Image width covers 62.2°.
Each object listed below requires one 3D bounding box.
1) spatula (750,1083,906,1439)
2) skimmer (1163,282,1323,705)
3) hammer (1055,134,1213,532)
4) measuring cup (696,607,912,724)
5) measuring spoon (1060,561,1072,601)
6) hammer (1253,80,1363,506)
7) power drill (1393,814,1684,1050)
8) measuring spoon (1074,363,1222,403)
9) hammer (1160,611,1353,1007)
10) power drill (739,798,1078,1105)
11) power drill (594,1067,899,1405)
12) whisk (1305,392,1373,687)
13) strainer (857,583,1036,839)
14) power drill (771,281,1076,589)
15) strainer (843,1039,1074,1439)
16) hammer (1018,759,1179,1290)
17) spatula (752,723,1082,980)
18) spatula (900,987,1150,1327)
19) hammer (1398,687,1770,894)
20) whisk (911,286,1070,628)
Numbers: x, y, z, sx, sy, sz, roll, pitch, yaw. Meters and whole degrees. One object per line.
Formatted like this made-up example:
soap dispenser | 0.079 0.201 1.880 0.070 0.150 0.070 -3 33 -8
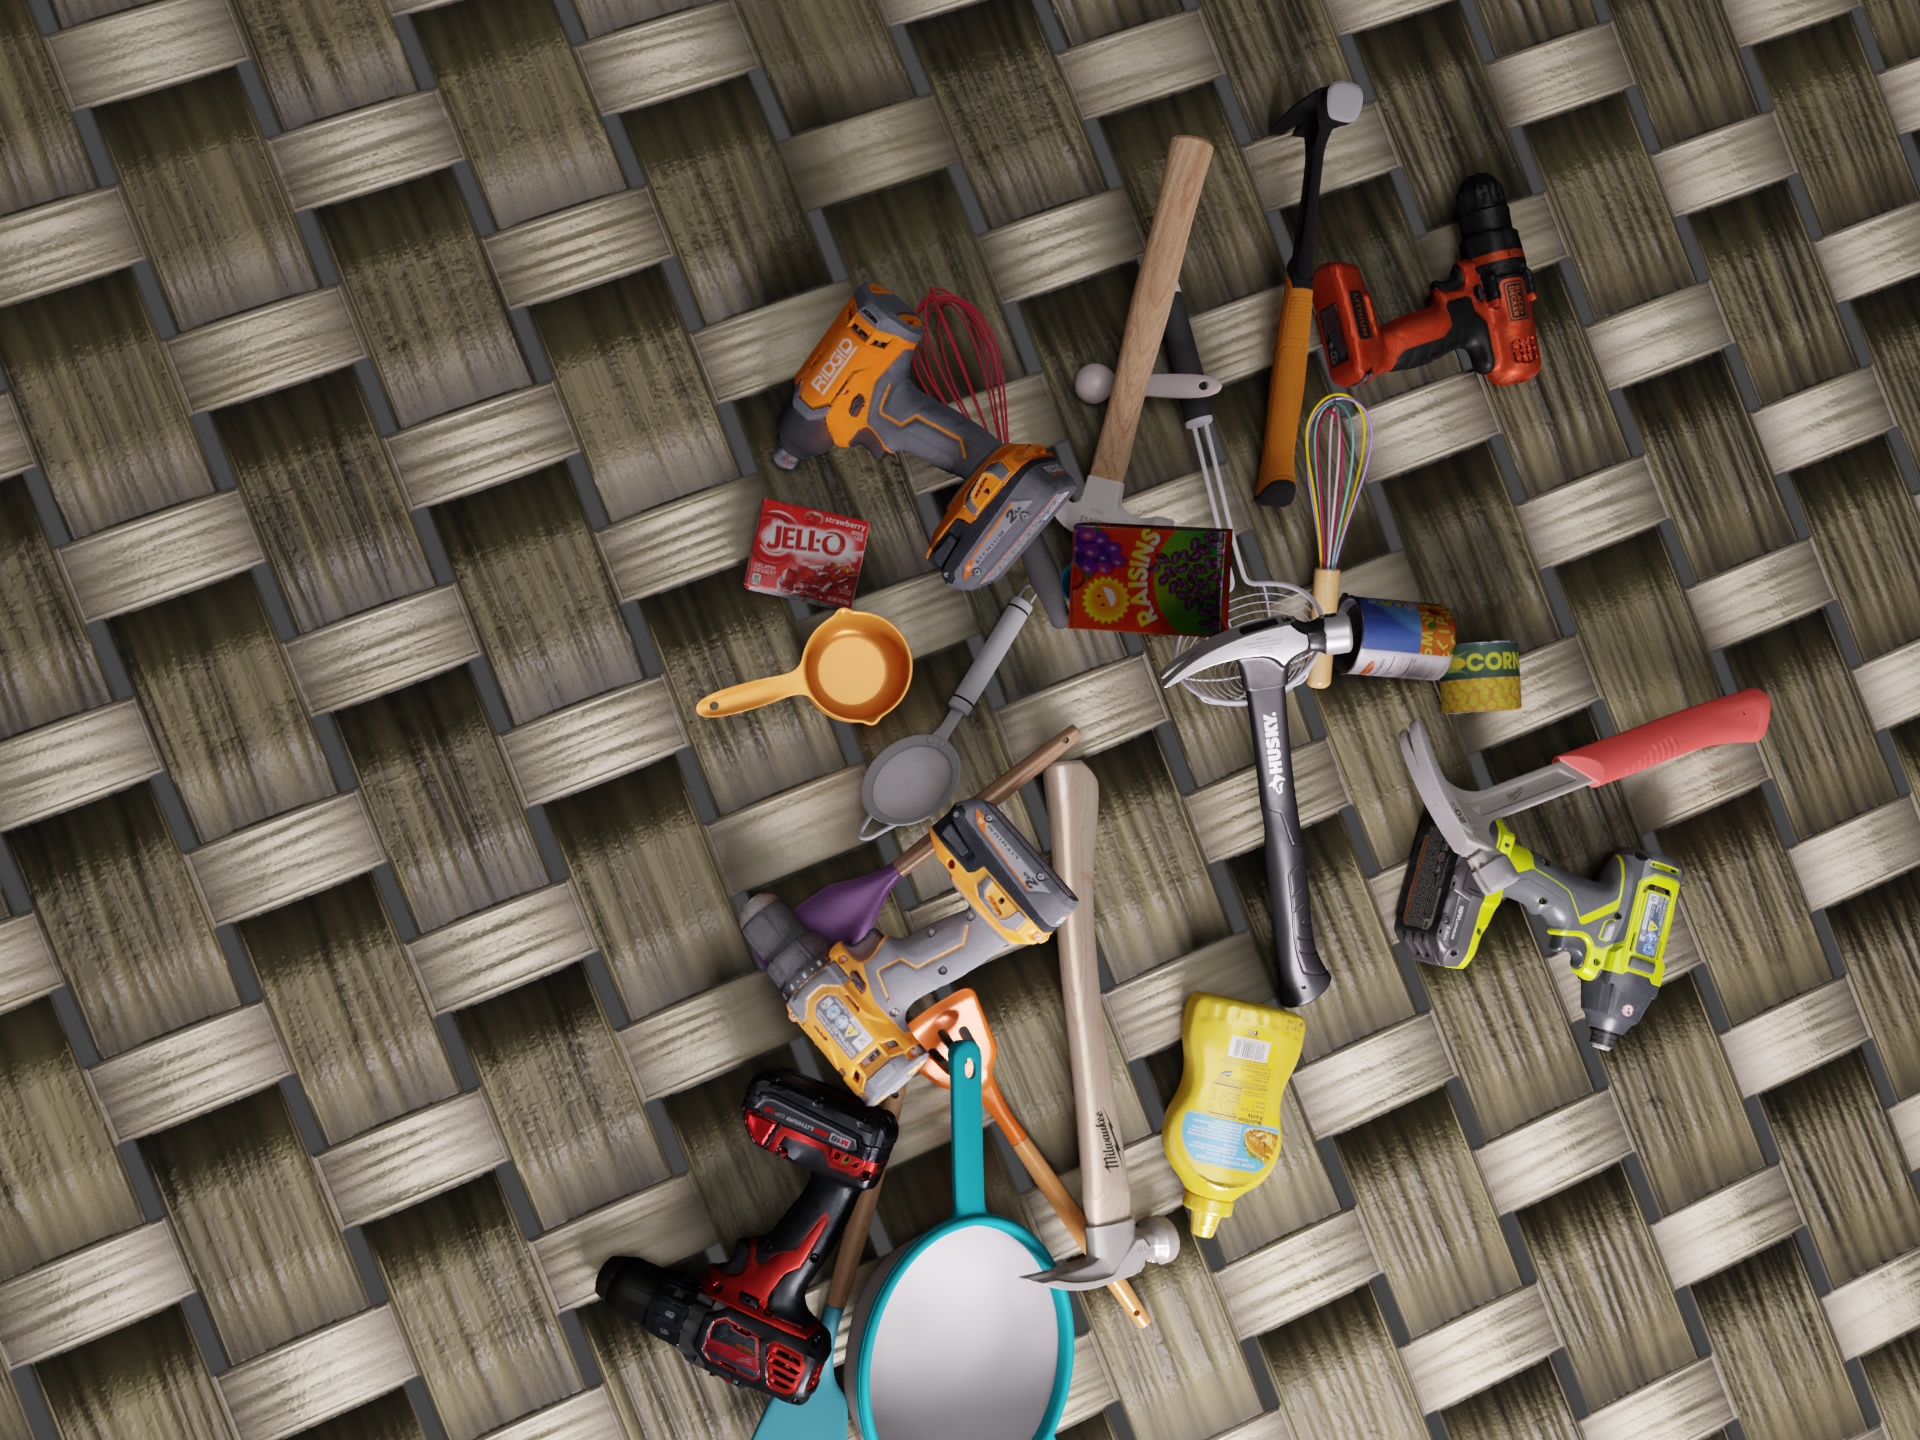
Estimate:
spatula | -0.089 0.437 1.249 0.082 0.044 0.317 16 84 -1
skimmer | 0.206 -0.191 1.306 0.127 0.090 0.363 -14 87 19
hammer | 0.145 -0.308 1.293 0.130 0.031 0.331 14 94 10
measuring cup | -0.125 -0.030 1.265 0.173 0.052 0.095 -16 90 -8
measuring spoon | 0.111 -0.153 1.329 0.042 0.021 0.129 9 76 6
hammer | 0.278 -0.348 1.334 0.034 0.127 0.337 5 96 -11
power drill | 0.490 0.172 1.342 0.223 0.080 0.171 18 84 -11
measuring spoon | 0.153 -0.279 1.313 0.124 0.018 0.034 5 83 17
hammer | 0.250 0.081 1.271 0.146 0.035 0.334 -9 110 5
power drill | -0.046 0.156 1.224 0.226 0.084 0.185 -43 77 3
power drill | -0.162 0.384 1.217 0.188 0.080 0.227 20 85 11
whisk | 0.303 -0.148 1.325 0.047 0.051 0.245 -8 105 -40
strainer | -0.002 -0.004 1.288 0.087 0.050 0.258 22 74 36
power drill | -0.040 -0.207 1.245 0.226 0.084 0.164 45 114 7
strainer | -0.018 0.420 1.230 0.210 0.095 0.340 8 76 -39
hammer | 0.093 0.238 1.269 0.146 0.038 0.411 -1 83 -39
spatula | -0.029 0.106 1.274 0.316 0.018 0.060 -38 92 -1
spatula | 0.061 0.360 1.279 0.081 0.041 0.322 -34 94 -2
hammer | 0.540 0.025 1.337 0.359 0.036 0.149 -17 71 -23
whisk | 0.029 -0.212 1.290 0.073 0.073 0.296 -22 92 -10
